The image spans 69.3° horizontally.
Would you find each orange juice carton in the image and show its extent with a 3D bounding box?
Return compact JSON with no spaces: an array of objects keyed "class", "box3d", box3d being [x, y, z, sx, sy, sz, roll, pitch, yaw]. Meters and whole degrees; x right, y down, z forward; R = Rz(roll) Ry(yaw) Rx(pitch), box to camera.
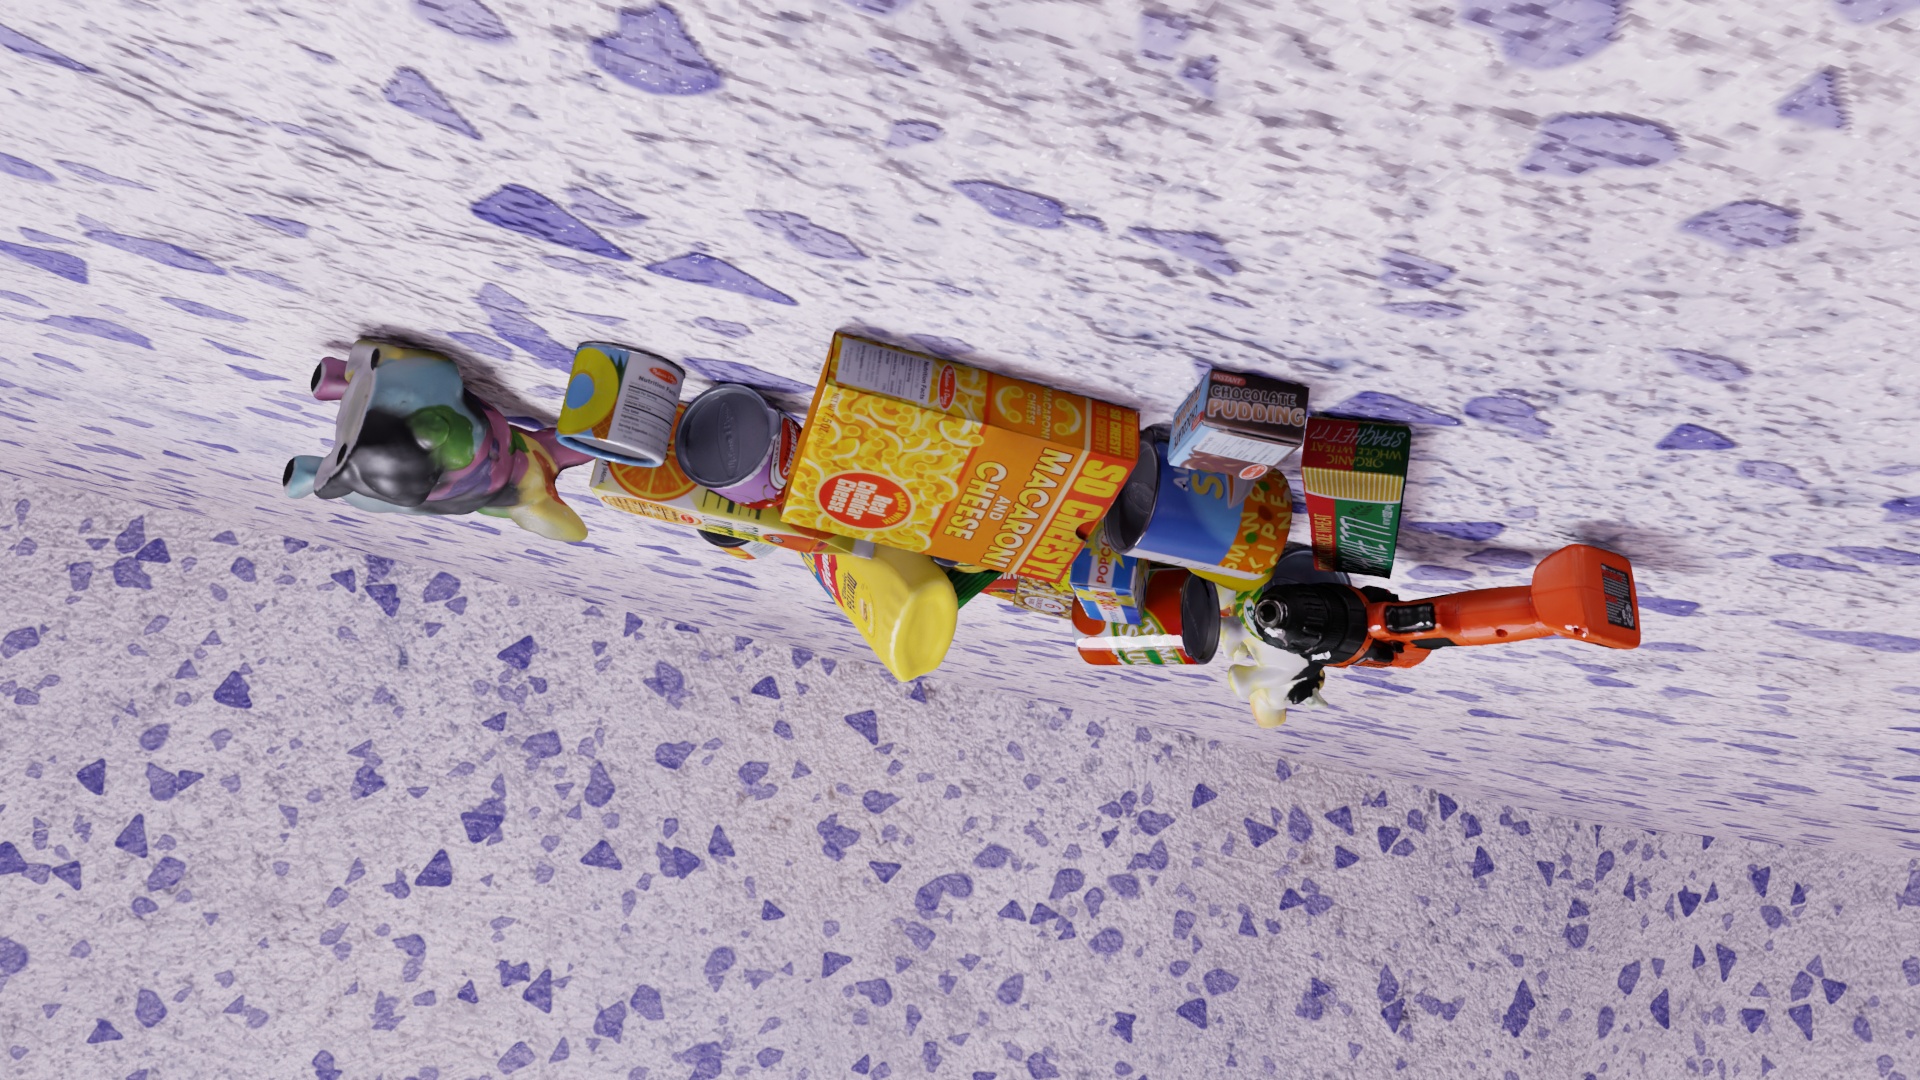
[{"class":"orange juice carton","box3d":[-0.146,-0.041,0.949,0.193,0.072,0.073,13,170,-5]}]

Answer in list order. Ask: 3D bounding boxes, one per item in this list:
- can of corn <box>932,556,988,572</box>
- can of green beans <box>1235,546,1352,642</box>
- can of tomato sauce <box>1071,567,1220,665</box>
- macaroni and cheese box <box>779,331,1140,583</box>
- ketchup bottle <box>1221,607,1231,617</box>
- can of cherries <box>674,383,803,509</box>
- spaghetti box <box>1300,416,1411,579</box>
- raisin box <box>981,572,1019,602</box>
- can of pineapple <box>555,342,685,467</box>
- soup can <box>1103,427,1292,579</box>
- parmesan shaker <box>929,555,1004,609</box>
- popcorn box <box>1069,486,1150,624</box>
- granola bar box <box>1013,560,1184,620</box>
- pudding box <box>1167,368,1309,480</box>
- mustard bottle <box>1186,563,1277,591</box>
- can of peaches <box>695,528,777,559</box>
[{"class":"can of corn","box3d":[0.003,-0.012,0.945,0.071,0.071,0.058,10,170,10]},{"class":"can of green beans","box3d":[0.236,0.041,0.986,0.071,0.071,0.057,13,170,-7]},{"class":"can of tomato sauce","box3d":[0.126,0.054,0.945,0.083,0.071,0.071,-4,163,32]},{"class":"macaroni and cheese box","box3d":[-0.003,-0.039,0.751,0.166,0.040,0.123,14,143,-11]},{"class":"ketchup bottle","box3d":[0.217,0.055,1.152,0.149,0.043,0.064,11,162,1]},{"class":"can of cherries","box3d":[-0.132,-0.057,0.862,0.071,0.071,0.058,8,169,21]},{"class":"spaghetti box","box3d":[0.222,-0.018,0.781,0.050,0.029,0.249,8,169,17]},{"class":"raisin box","box3d":[0.083,0.039,1.231,0.123,0.040,0.086,17,170,-33]},{"class":"can of pineapple","box3d":[-0.206,-0.081,0.838,0.071,0.058,0.071,11,170,2]},{"class":"soup can","box3d":[0.132,-0.020,0.771,0.084,0.071,0.071,11,170,-17]},{"class":"parmesan shaker","box3d":[-0.006,0.017,1.034,0.071,0.071,0.102,16,149,-22]},{"class":"popcorn box","box3d":[0.097,0.000,0.861,0.038,0.085,0.126,8,169,12]},{"class":"granola bar box","box3d":[0.107,0.023,1.038,0.124,0.039,0.165,11,161,3]},{"class":"pudding box","box3d":[0.133,-0.055,0.674,0.050,0.030,0.083,11,170,-1]},{"class":"mustard bottle","box3d":[0.175,0.003,0.895,0.065,0.049,0.160,6,169,21]},{"class":"can of peaches","box3d":[-0.177,-0.023,1.113,0.071,0.071,0.058,10,170,11]}]
